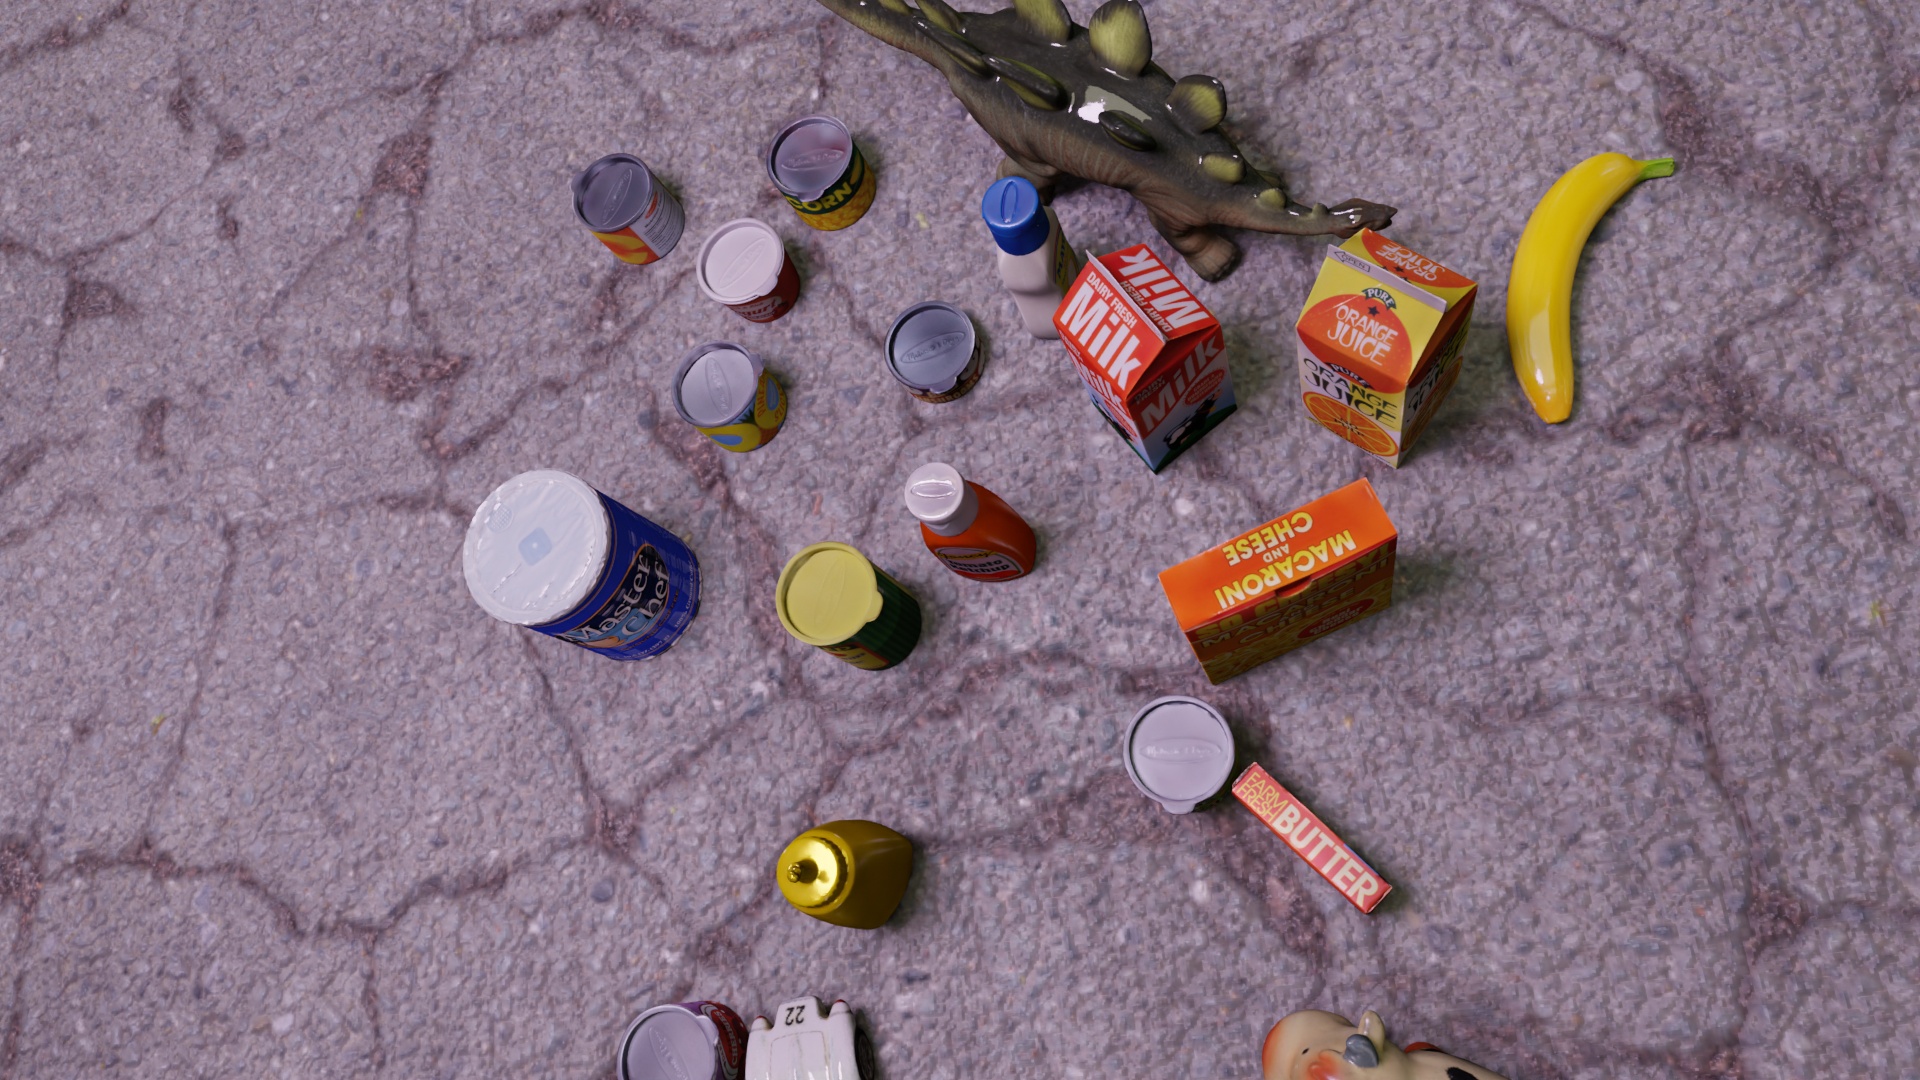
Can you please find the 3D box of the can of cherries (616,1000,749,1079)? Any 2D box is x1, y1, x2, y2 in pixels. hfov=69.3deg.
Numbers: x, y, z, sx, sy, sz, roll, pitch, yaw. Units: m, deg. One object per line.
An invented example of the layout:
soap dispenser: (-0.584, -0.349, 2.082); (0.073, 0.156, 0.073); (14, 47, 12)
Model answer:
can of cherries: (-0.171, 0.324, 0.874); (0.071, 0.058, 0.071); (-4, 74, 14)

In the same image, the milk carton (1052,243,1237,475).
milk carton: (0.114, -0.114, 0.852); (0.073, 0.190, 0.072); (-39, 69, 2)

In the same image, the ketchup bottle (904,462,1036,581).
ketchup bottle: (0.003, -0.011, 0.875); (0.065, 0.148, 0.043); (0, 75, 16)

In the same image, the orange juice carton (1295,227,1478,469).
orange juice carton: (0.248, -0.116, 0.814); (0.072, 0.192, 0.073); (34, 86, 21)

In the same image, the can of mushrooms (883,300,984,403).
can of mushrooms: (-0.017, -0.130, 0.977); (0.071, 0.033, 0.071); (-4, 74, 14)

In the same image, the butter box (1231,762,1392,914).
butter box: (0.206, 0.176, 0.817); (0.104, 0.053, 0.024); (43, 89, 22)

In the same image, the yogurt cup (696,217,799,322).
yogurt cup: (-0.153, -0.195, 1.022); (0.072, 0.054, 0.072); (-4, 74, 14)

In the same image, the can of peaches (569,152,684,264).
can of peaches: (-0.255, -0.254, 1.065); (0.071, 0.058, 0.071); (-4, 74, 14)

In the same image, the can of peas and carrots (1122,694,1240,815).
can of peas and carrots: (0.136, 0.133, 0.845); (0.071, 0.058, 0.071); (-4, 74, 14)

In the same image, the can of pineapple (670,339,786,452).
can of pineapple: (-0.163, -0.103, 0.996); (0.071, 0.057, 0.071); (-4, 74, 14)

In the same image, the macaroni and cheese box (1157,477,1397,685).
macaroni and cheese box: (0.187, 0.030, 0.803); (0.123, 0.166, 0.040); (-26, 70, 7)

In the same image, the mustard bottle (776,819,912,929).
mustard bottle: (-0.073, 0.198, 0.830); (0.049, 0.160, 0.065); (16, 80, 19)

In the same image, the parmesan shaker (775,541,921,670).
parmesan shaker: (-0.068, 0.046, 0.902); (0.071, 0.103, 0.071); (-4, 74, 14)

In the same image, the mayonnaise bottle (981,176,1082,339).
mayonnaise bottle: (0.049, -0.187, 0.913); (0.041, 0.148, 0.065); (3, 76, 16)

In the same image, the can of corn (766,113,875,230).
can of corn: (-0.102, -0.269, 1.027); (0.071, 0.058, 0.071); (-4, 74, 14)
